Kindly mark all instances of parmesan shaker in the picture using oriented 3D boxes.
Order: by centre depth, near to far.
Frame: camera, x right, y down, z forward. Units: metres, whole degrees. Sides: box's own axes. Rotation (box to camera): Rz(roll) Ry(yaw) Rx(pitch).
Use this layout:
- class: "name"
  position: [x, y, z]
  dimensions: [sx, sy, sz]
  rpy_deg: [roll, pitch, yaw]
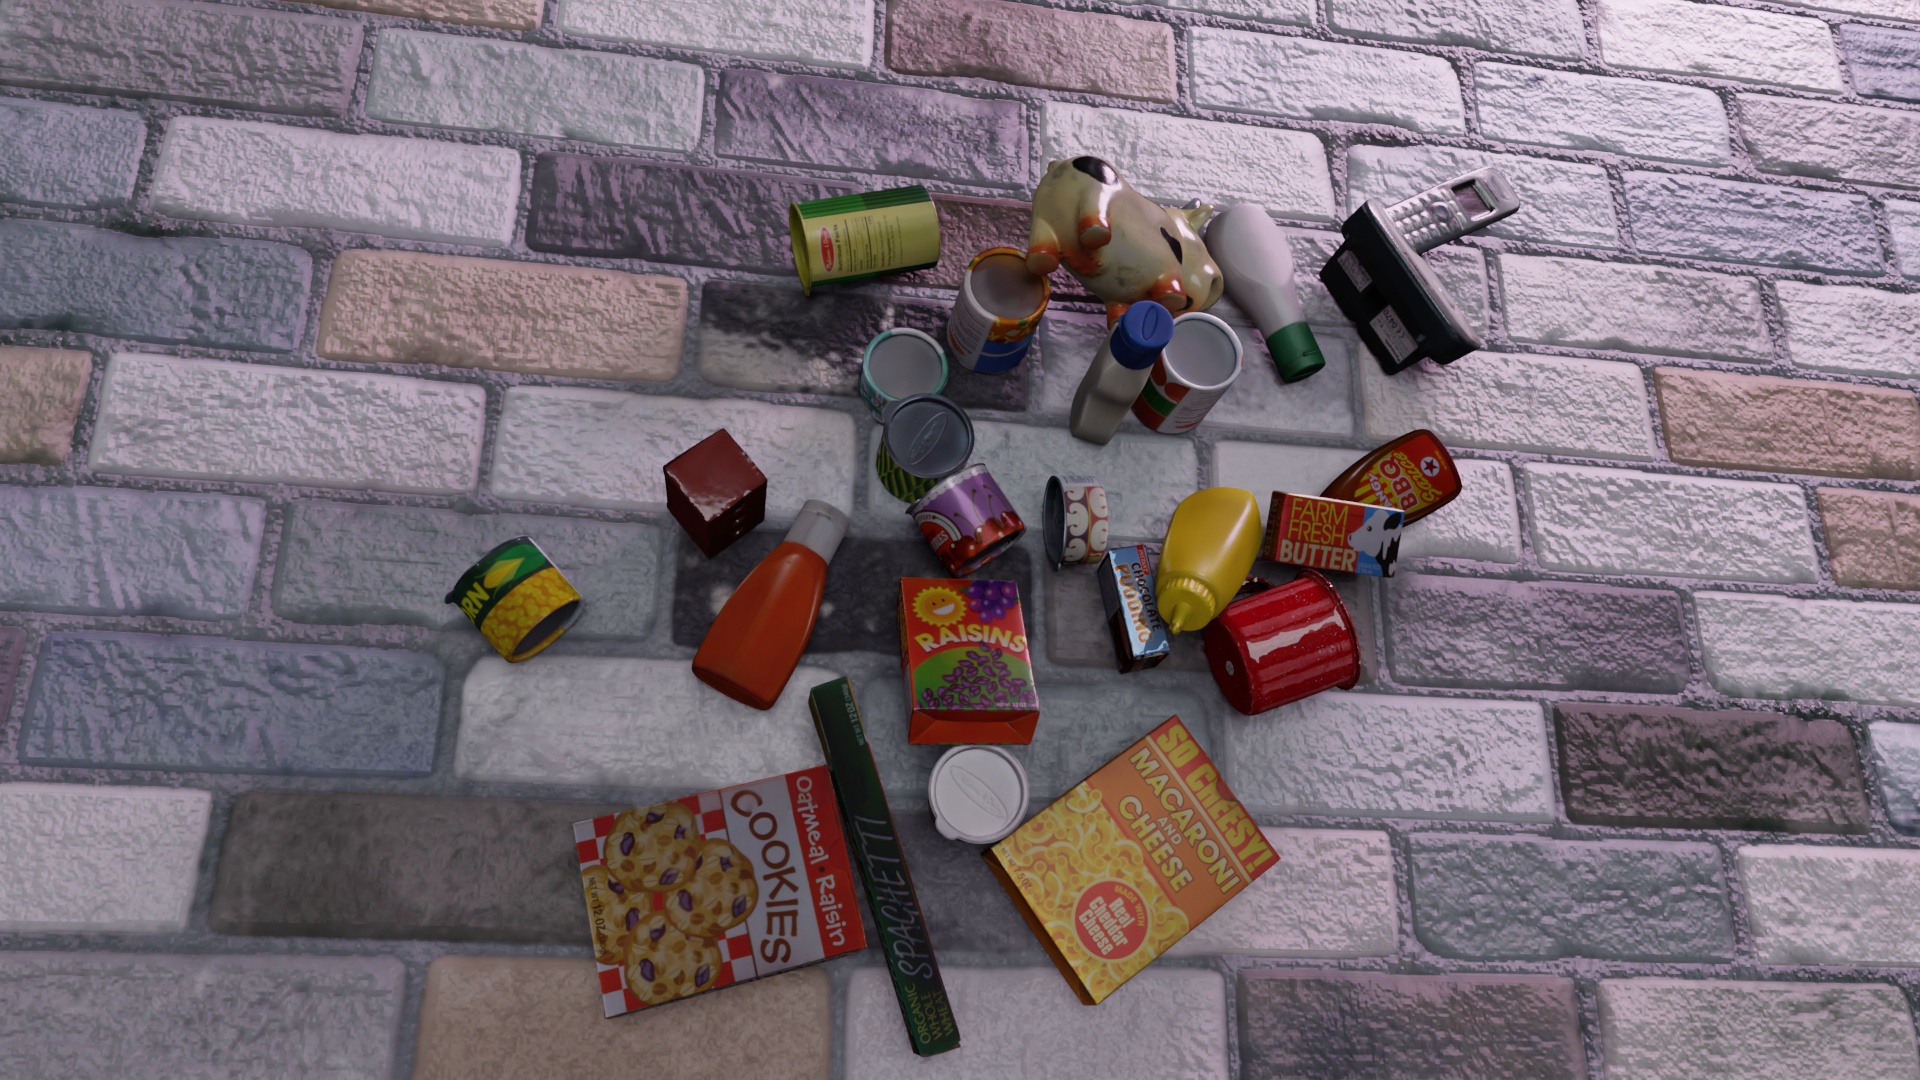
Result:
- class: "parmesan shaker"
  position: [-0.074, -0.231, 1.067]
  dimensions: [0.103, 0.071, 0.071]
  rpy_deg: [-12, 74, -15]

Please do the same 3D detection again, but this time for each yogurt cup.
- class: "yogurt cup"
  position: [0.008, 0.174, 0.942]
  dimensions: [0.072, 0.053, 0.072]
  rpy_deg: [3, 70, -9]

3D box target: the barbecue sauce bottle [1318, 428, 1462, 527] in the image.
- class: "barbecue sauce bottle"
  position: [0.313, -0.030, 1.073]
  dimensions: [0.149, 0.043, 0.065]
  rpy_deg: [-26, 84, -17]

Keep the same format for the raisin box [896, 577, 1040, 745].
- class: "raisin box"
  position: [0.002, 0.081, 0.955]
  dimensions: [0.086, 0.039, 0.124]
  rpy_deg: [1, 42, -9]

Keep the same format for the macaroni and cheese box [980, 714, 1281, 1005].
- class: "macaroni and cheese box"
  position: [0.118, 0.217, 0.953]
  dimensions: [0.167, 0.040, 0.124]
  rpy_deg: [-32, 80, -18]

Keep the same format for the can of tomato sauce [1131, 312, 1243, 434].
- class: "can of tomato sauce"
  position: [0.170, -0.128, 1.062]
  dimensions: [0.071, 0.082, 0.071]
  rpy_deg: [3, 71, -9]

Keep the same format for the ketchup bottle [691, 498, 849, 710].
- class: "ketchup bottle"
  position: [-0.126, 0.041, 0.971]
  dimensions: [0.065, 0.043, 0.149]
  rpy_deg: [27, 68, -1]

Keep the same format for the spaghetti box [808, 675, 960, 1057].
- class: "spaghetti box"
  position: [-0.052, 0.214, 0.919]
  dimensions: [0.029, 0.050, 0.250]
  rpy_deg: [-15, 74, -13]

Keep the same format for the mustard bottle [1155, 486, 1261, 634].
- class: "mustard bottle"
  position: [0.171, 0.020, 0.992]
  dimensions: [0.065, 0.048, 0.161]
  rpy_deg: [0, 34, 28]

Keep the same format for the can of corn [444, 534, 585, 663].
- class: "can of corn"
  position: [-0.296, 0.041, 0.928]
  dimensions: [0.071, 0.071, 0.058]
  rpy_deg: [-41, 83, -20]

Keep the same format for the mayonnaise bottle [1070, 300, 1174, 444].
- class: "mayonnaise bottle"
  position: [0.117, -0.125, 1.016]
  dimensions: [0.041, 0.147, 0.065]
  rpy_deg: [18, 69, -4]

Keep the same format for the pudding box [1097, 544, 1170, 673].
- class: "pudding box"
  position: [0.125, 0.050, 1.009]
  dimensions: [0.030, 0.049, 0.084]
  rpy_deg: [-8, 72, -9]

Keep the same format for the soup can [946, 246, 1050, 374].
- class: "soup can"
  position: [0.030, -0.175, 1.053]
  dimensions: [0.071, 0.083, 0.071]
  rpy_deg: [3, 70, -9]

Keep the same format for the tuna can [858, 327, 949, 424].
- class: "tuna can"
  position: [-0.044, -0.123, 1.049]
  dimensions: [0.071, 0.032, 0.071]
  rpy_deg: [3, 70, -9]

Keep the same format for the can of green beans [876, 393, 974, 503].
- class: "can of green beans"
  position: [-0.027, -0.066, 1.019]
  dimensions: [0.071, 0.057, 0.071]
  rpy_deg: [3, 71, -9]

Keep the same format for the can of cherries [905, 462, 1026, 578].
- class: "can of cherries"
  position: [0.004, -0.013, 1.001]
  dimensions: [0.072, 0.071, 0.058]
  rpy_deg: [-30, 80, -18]

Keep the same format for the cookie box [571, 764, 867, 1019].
- class: "cookie box"
  position: [-0.156, 0.226, 0.902]
  dimensions: [0.168, 0.040, 0.123]
  rpy_deg: [-11, 73, -14]

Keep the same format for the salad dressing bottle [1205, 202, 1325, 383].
- class: "salad dressing bottle"
  position: [0.248, -0.199, 1.123]
  dimensions: [0.064, 0.044, 0.148]
  rpy_deg: [-17, 76, -17]

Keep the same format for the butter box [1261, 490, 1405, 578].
- class: "butter box"
  position: [0.275, -0.004, 1.025]
  dimensions: [0.103, 0.024, 0.053]
  rpy_deg: [7, 93, -18]

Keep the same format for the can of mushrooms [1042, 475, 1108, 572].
- class: "can of mushrooms"
  position: [0.083, -0.013, 1.016]
  dimensions: [0.033, 0.070, 0.071]
  rpy_deg: [-1, 71, -11]
